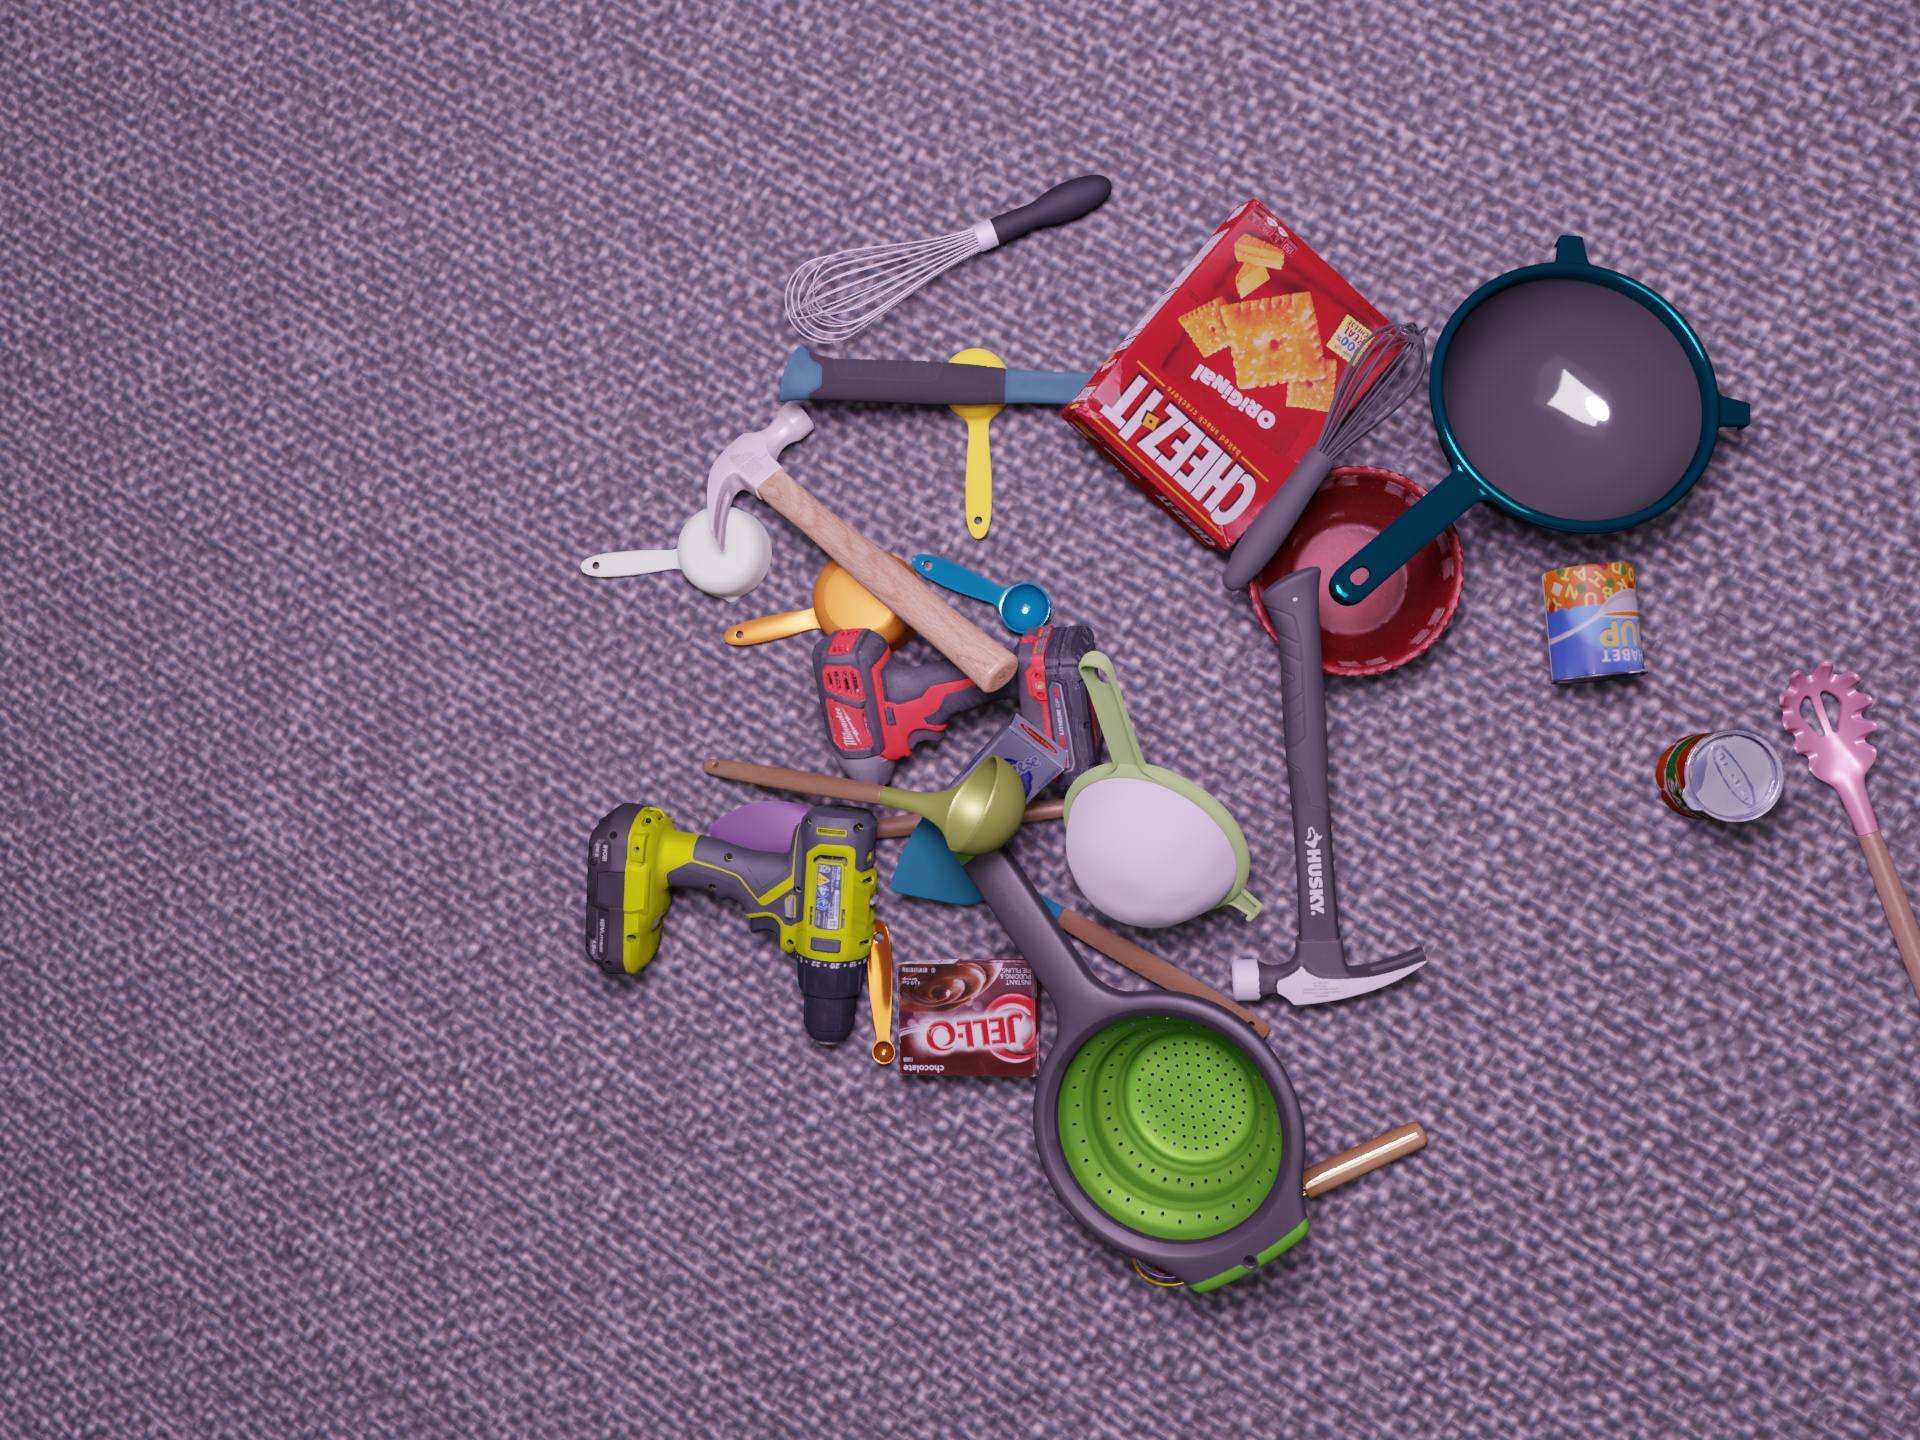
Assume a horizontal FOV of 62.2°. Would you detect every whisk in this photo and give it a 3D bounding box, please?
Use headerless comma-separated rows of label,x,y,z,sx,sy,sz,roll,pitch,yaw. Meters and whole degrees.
whisk,0.246,0.371,1.224,0.245,0.047,0.051,-25,123,3
whisk,0.271,-0.195,1.186,0.055,0.055,0.239,37,99,9
whisk,-0.009,-0.383,1.301,0.284,0.070,0.070,-21,84,3

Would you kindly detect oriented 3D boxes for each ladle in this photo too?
ladle,-0.086,0.050,1.234,0.320,0.062,0.078,8,68,34

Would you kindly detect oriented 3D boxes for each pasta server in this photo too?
pasta server,0.677,0.109,1.166,0.060,0.040,0.316,-20,85,20

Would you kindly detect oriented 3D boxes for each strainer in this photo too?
strainer,0.119,0.068,1.158,0.151,0.256,0.069,5,43,32
strainer,0.394,-0.186,1.179,0.340,0.095,0.211,-39,81,-8

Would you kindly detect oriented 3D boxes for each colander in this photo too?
colander,0.120,0.231,1.218,0.204,0.094,0.397,-37,81,20

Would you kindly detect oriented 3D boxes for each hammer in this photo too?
hammer,0.022,-0.269,1.269,0.331,0.033,0.128,2,95,-1
hammer,-0.080,-0.126,1.241,0.130,0.031,0.332,-42,61,-11
hammer,0.270,0.051,1.204,0.146,0.035,0.334,-4,99,11

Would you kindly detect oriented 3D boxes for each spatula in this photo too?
spatula,0.100,0.170,1.258,0.317,0.044,0.082,28,93,9
spatula,-0.055,0.085,1.301,0.316,0.018,0.060,-6,91,10

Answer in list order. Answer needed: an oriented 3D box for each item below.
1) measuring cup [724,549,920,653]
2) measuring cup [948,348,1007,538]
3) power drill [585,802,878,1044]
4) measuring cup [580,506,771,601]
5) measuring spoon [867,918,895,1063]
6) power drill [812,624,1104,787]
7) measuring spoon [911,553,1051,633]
measuring cup,-0.117,-0.089,1.302,0.173,0.052,0.095,-13,85,7
measuring cup,0.013,-0.228,1.298,0.062,0.029,0.156,-2,84,10
power drill,-0.181,0.159,1.288,0.228,0.080,0.190,5,99,8
measuring cup,-0.244,-0.138,1.333,0.167,0.038,0.083,-5,86,7
measuring spoon,-0.064,0.222,1.302,0.021,0.011,0.117,-4,83,10
power drill,-0.002,-0.004,1.254,0.219,0.079,0.143,-2,118,13
measuring spoon,0.018,-0.107,1.303,0.129,0.021,0.042,25,91,19
